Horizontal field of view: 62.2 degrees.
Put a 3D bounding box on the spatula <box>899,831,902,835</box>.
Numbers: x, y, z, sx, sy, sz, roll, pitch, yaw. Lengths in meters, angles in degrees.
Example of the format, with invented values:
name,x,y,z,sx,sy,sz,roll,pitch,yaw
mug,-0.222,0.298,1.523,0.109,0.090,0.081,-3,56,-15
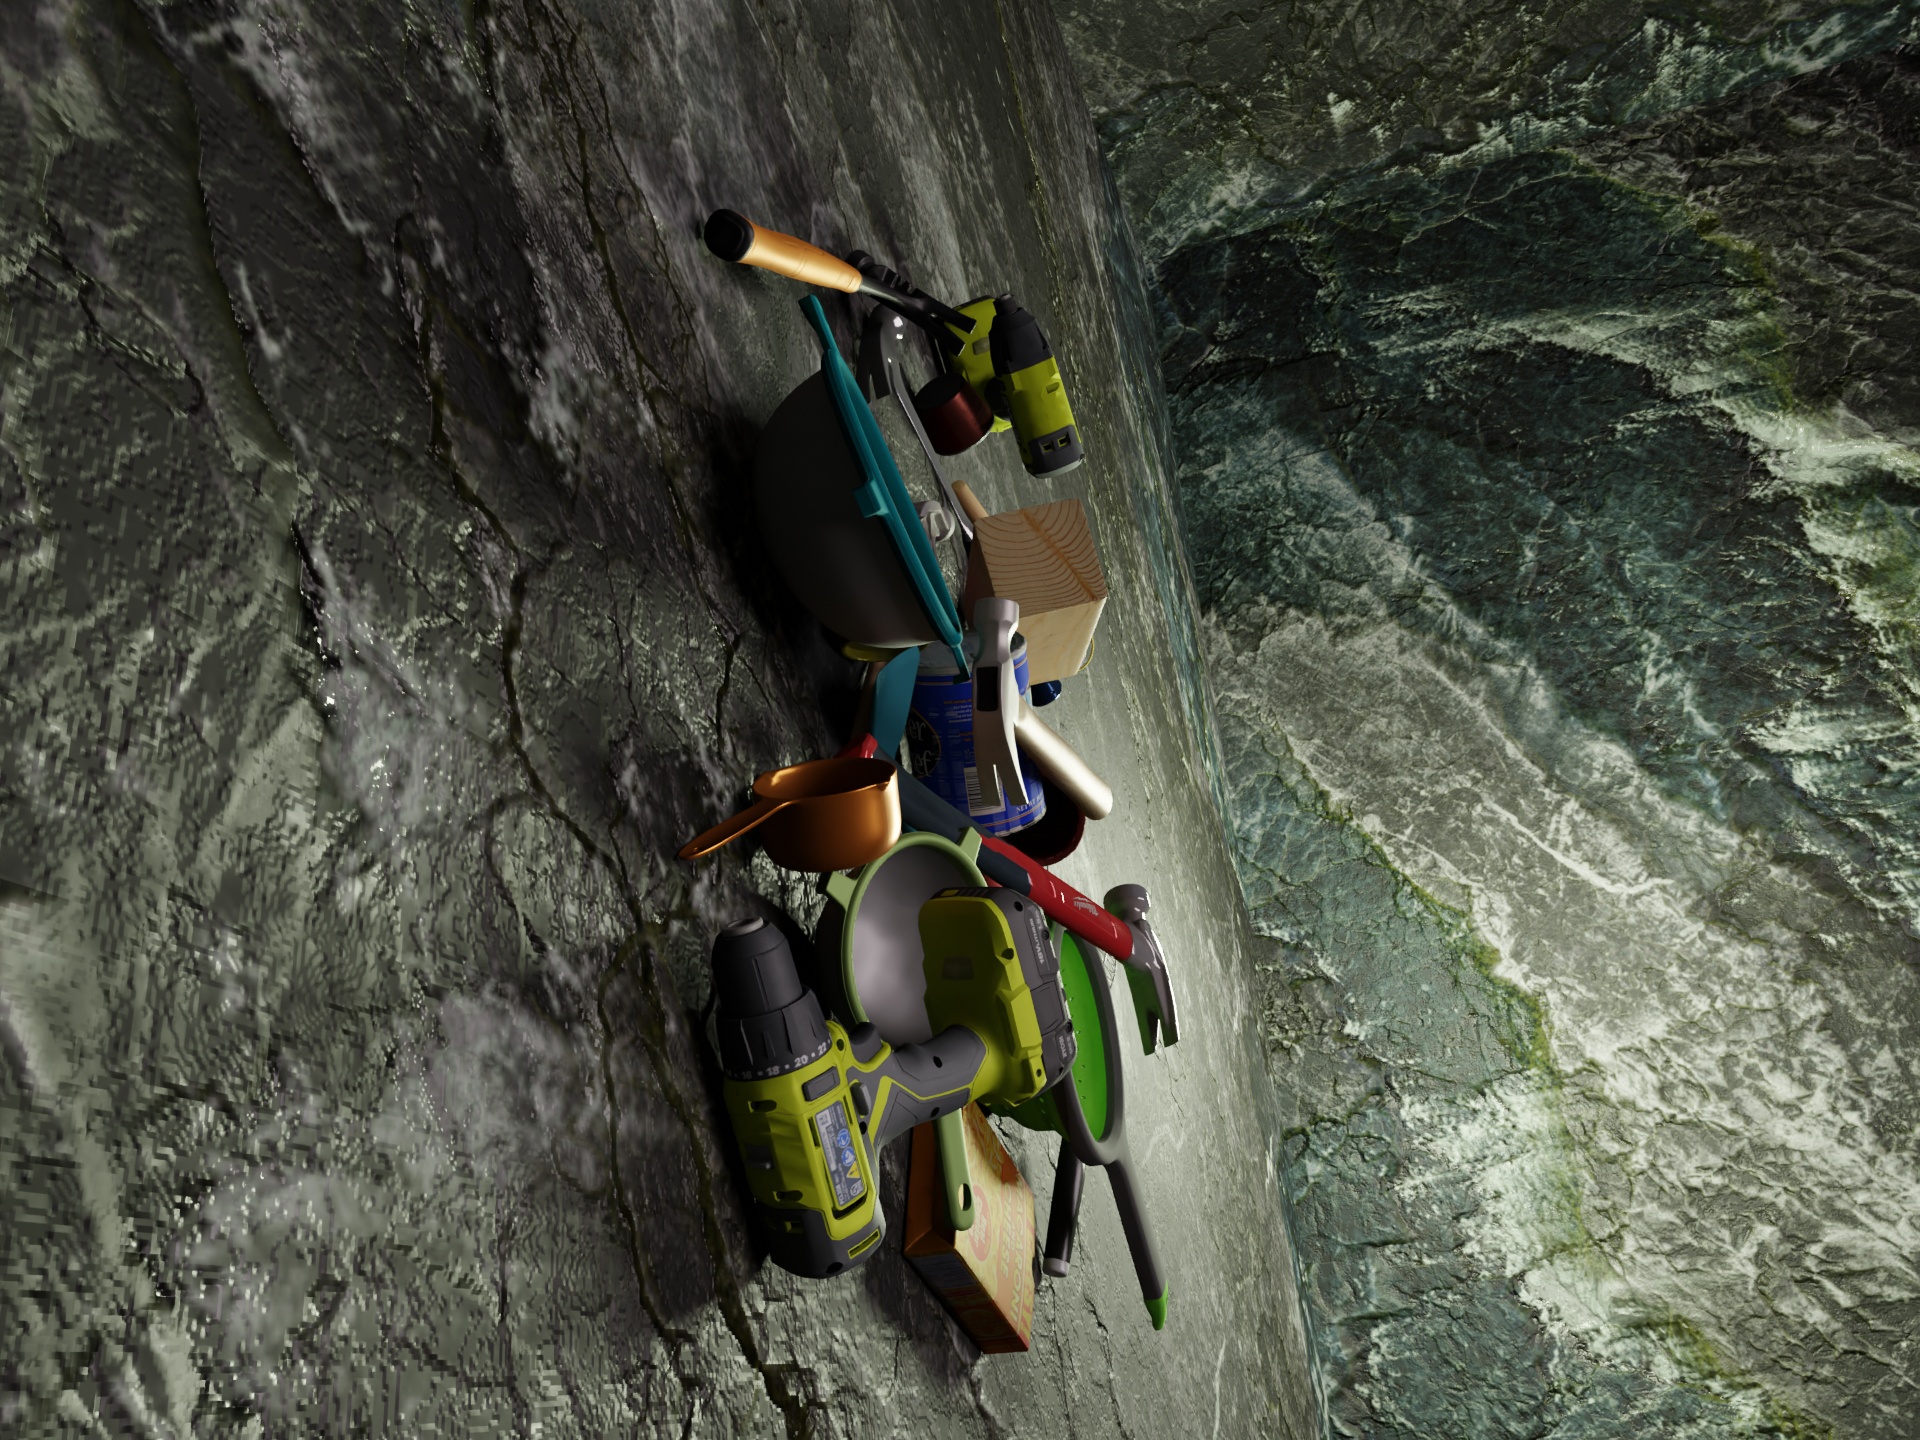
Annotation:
name,x,y,z,sx,sy,sz,roll,pitch,yaw
spatula,-0.050,0.195,1.086,0.316,0.018,0.059,-84,155,-51

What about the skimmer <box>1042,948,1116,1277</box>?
name,x,y,z,sx,sy,sz,roll,pitch,yaw
skimmer,0.082,0.316,1.439,0.127,0.090,0.364,63,31,-50

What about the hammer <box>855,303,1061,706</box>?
name,x,y,z,sx,sy,sz,roll,pitch,yaw
hammer,0.003,-0.176,1.460,0.144,0.035,0.405,-80,148,-53

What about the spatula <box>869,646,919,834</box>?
name,x,y,z,sx,sy,sz,roll,pitch,yaw
spatula,-0.018,0.106,1.169,0.082,0.044,0.317,-41,117,-63

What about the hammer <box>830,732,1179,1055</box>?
name,x,y,z,sx,sy,sz,roll,pitch,yaw
hammer,0.041,0.122,1.155,0.385,0.038,0.143,36,33,-42

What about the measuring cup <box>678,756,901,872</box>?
name,x,y,z,sx,sy,sz,roll,pitch,yaw
measuring cup,-0.101,0.070,0.922,0.173,0.095,0.052,-29,116,-54

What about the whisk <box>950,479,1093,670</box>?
name,x,y,z,sx,sy,sz,roll,pitch,yaw
whisk,0.063,-0.145,1.609,0.244,0.047,0.051,53,25,-25

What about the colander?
name,x,y,z,sx,sy,sz,roll,pitch,yaw
colander,0.085,0.335,1.311,0.204,0.094,0.397,-59,135,-68

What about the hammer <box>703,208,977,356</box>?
name,x,y,z,sx,sy,sz,roll,pitch,yaw
hammer,-0.095,-0.337,1.209,0.127,0.034,0.337,35,17,12

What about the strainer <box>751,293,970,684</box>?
name,x,y,z,sx,sy,sz,roll,pitch,yaw
strainer,-0.099,-0.176,1.094,0.210,0.095,0.341,61,6,-51

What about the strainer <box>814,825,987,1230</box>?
name,x,y,z,sx,sy,sz,roll,pitch,yaw
strainer,-0.037,0.200,1.021,0.151,0.069,0.256,-13,96,-51

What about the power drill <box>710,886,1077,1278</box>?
name,x,y,z,sx,sy,sz,roll,pitch,yaw
power drill,-0.041,0.177,0.905,0.228,0.080,0.190,-22,101,-47

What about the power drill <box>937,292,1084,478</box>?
name,x,y,z,sx,sy,sz,roll,pitch,yaw
power drill,0.046,-0.343,1.560,0.223,0.080,0.171,-126,-166,-65

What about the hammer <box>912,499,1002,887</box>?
name,x,y,z,sx,sy,sz,roll,pitch,yaw
hammer,-0.002,-0.004,1.328,0.149,0.037,0.359,-38,118,-78

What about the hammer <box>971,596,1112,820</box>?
name,x,y,z,sx,sy,sz,roll,pitch,yaw
hammer,0.066,0.025,1.190,0.331,0.031,0.130,43,48,-66

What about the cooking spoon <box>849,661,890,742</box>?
name,x,y,z,sx,sy,sz,roll,pitch,yaw
cooking spoon,-0.056,-0.070,1.261,0.319,0.017,0.068,-79,153,-56
